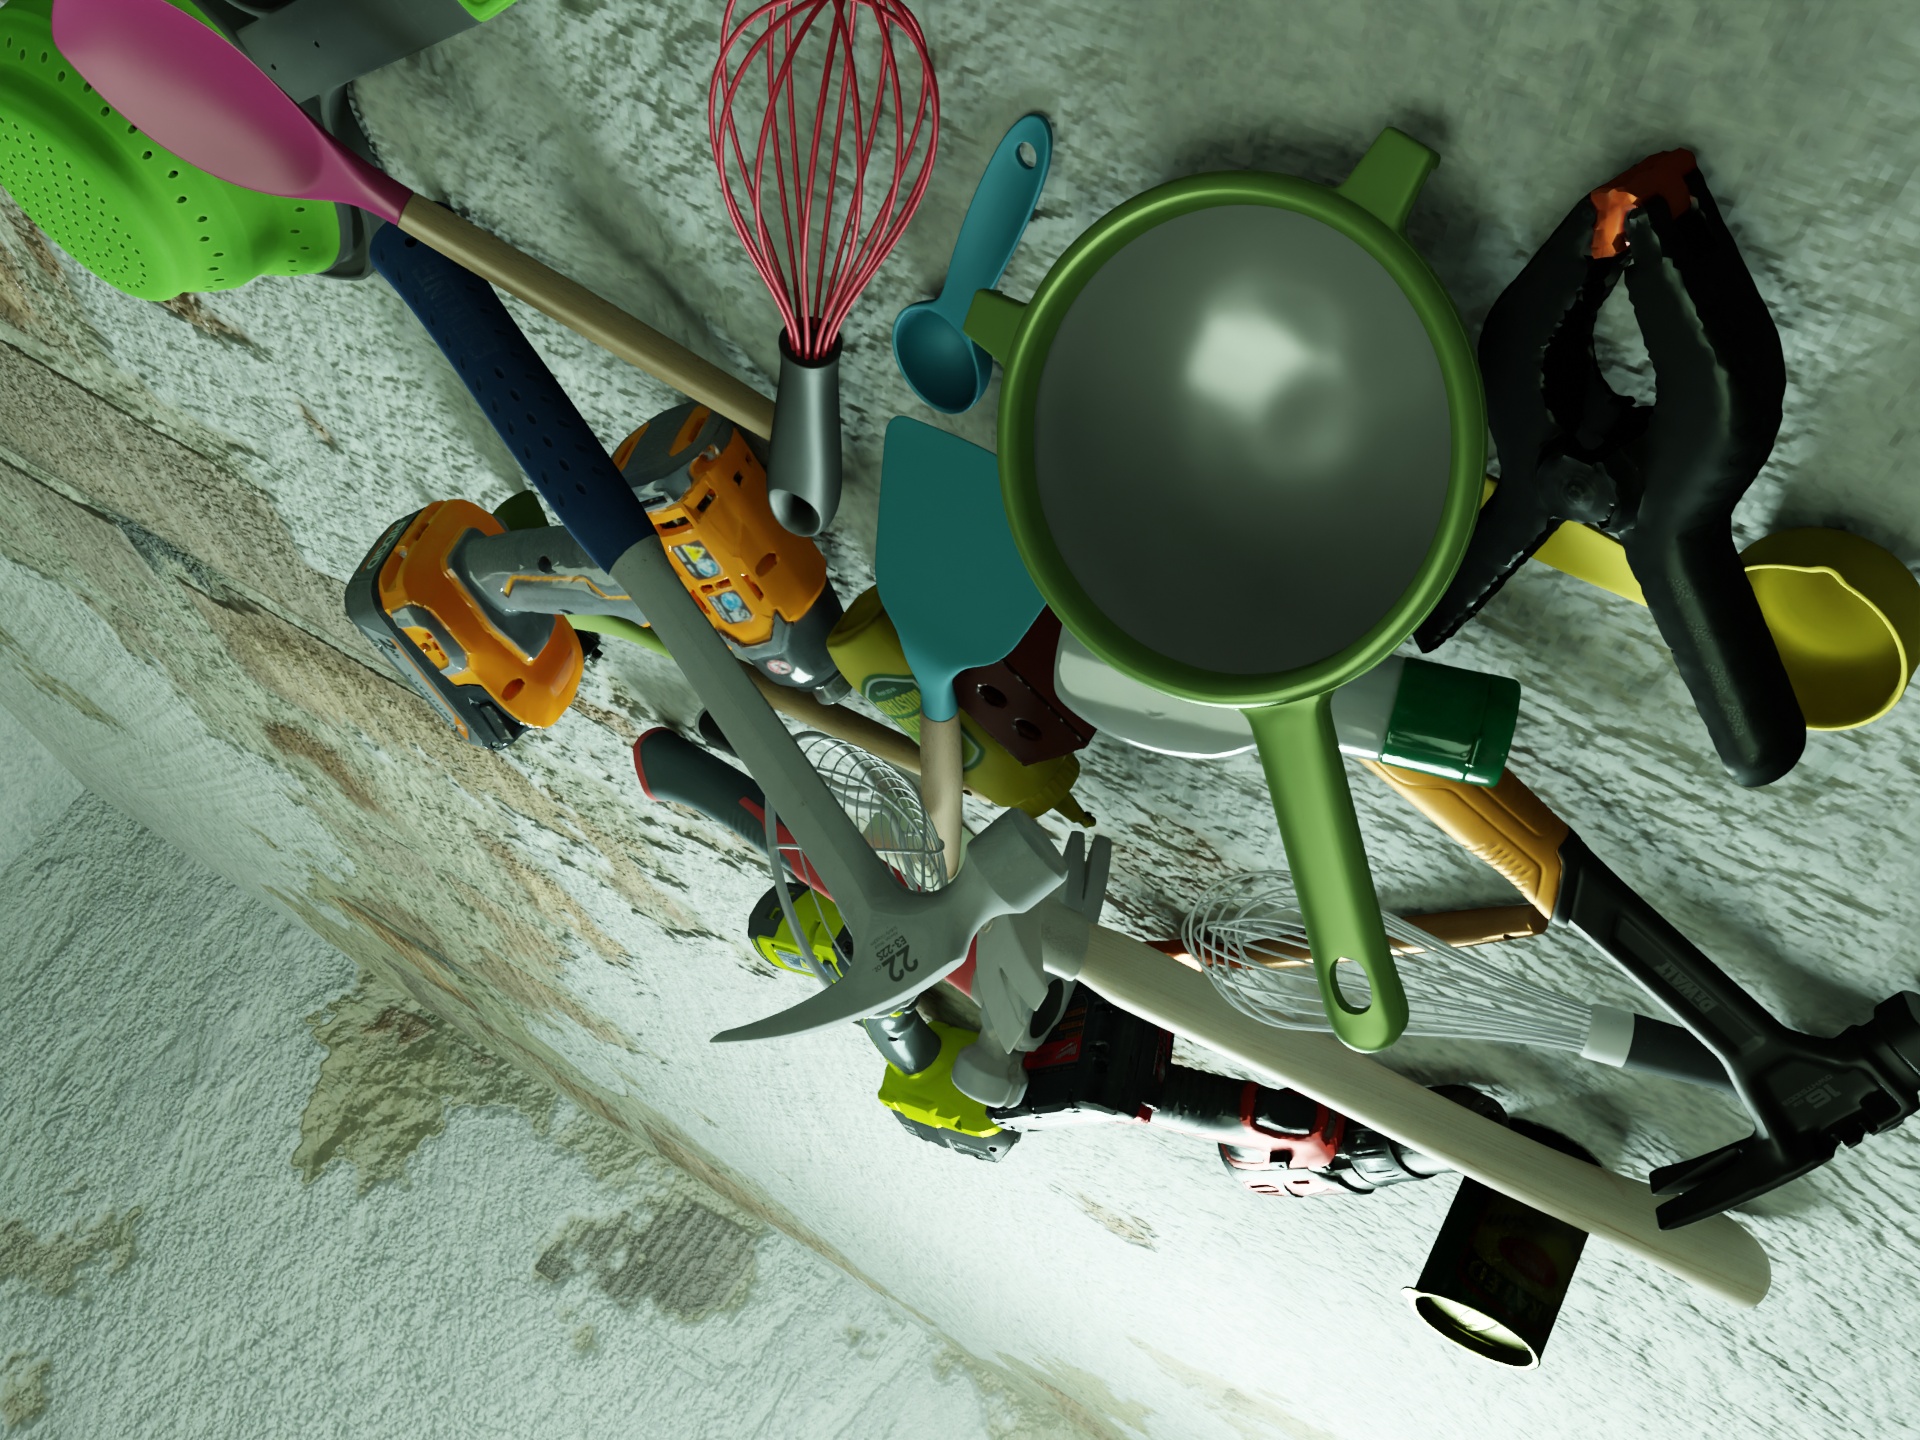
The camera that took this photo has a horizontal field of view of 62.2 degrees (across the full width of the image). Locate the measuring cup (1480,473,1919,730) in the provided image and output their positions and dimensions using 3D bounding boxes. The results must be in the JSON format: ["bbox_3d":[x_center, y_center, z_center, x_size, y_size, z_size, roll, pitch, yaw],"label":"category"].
[{"bbox_3d":[0.204,-0.051,0.469,0.157,0.029,0.062,34,151,31],"label":"measuring cup"}]

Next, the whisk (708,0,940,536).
[{"bbox_3d":[-0.052,-0.145,0.562,0.073,0.073,0.295,32,156,7],"label":"whisk"}]

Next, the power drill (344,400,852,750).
[{"bbox_3d":[-0.166,-0.054,0.776,0.226,0.084,0.164,-12,131,28],"label":"power drill"}]

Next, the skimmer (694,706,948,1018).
[{"bbox_3d":[-0.101,0.044,0.803,0.127,0.090,0.363,63,162,-20],"label":"skimmer"}]

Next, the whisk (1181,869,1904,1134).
[{"bbox_3d":[0.229,0.119,0.647,0.285,0.070,0.070,14,149,15],"label":"whisk"}]

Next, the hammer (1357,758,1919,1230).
[{"bbox_3d":[0.194,0.045,0.575,0.337,0.034,0.127,42,119,-4],"label":"hammer"}]

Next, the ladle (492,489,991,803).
[{"bbox_3d":[-0.121,-0.037,0.865,0.320,0.062,0.078,25,151,7],"label":"ladle"}]

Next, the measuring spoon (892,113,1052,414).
[{"bbox_3d":[0.010,-0.154,0.534,0.042,0.021,0.128,45,146,9],"label":"measuring spoon"}]

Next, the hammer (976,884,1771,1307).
[{"bbox_3d":[0.193,0.176,0.714,0.410,0.038,0.146,27,-162,-8],"label":"hammer"}]

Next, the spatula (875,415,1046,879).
[{"bbox_3d":[-0.001,-0.002,0.669,0.082,0.044,0.317,29,157,13],"label":"spatula"}]

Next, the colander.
[{"bbox_3d":[-0.310,-0.251,0.656,0.397,0.094,0.204,7,142,45],"label":"colander"}]

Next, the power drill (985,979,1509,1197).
[{"bbox_3d":[0.149,0.196,0.830,0.226,0.080,0.188,23,154,-22],"label":"power drill"}]

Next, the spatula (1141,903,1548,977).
[{"bbox_3d":[0.158,0.123,0.785,0.081,0.041,0.322,28,156,-20],"label":"spatula"}]

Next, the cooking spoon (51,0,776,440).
[{"bbox_3d":[-0.194,-0.187,0.625,0.318,0.017,0.068,28,142,-19],"label":"cooking spoon"}]

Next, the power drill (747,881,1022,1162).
[{"bbox_3d":[-0.035,0.210,1.125,0.171,0.080,0.223,4,137,47],"label":"power drill"}]

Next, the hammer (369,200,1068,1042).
[{"bbox_3d":[-0.131,-0.055,0.643,0.406,0.144,0.035,53,-173,17],"label":"hammer"}]

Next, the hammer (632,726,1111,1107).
[{"bbox_3d":[-0.074,0.064,0.912,0.038,0.143,0.387,16,-172,-45],"label":"hammer"}]

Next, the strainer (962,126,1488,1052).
[{"bbox_3d":[0.103,-0.032,0.477,0.151,0.069,0.256,-11,97,38],"label":"strainer"}]

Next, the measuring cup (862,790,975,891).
[{"bbox_3d":[-0.045,0.091,0.975,0.083,0.038,0.167,42,151,-14],"label":"measuring cup"}]
